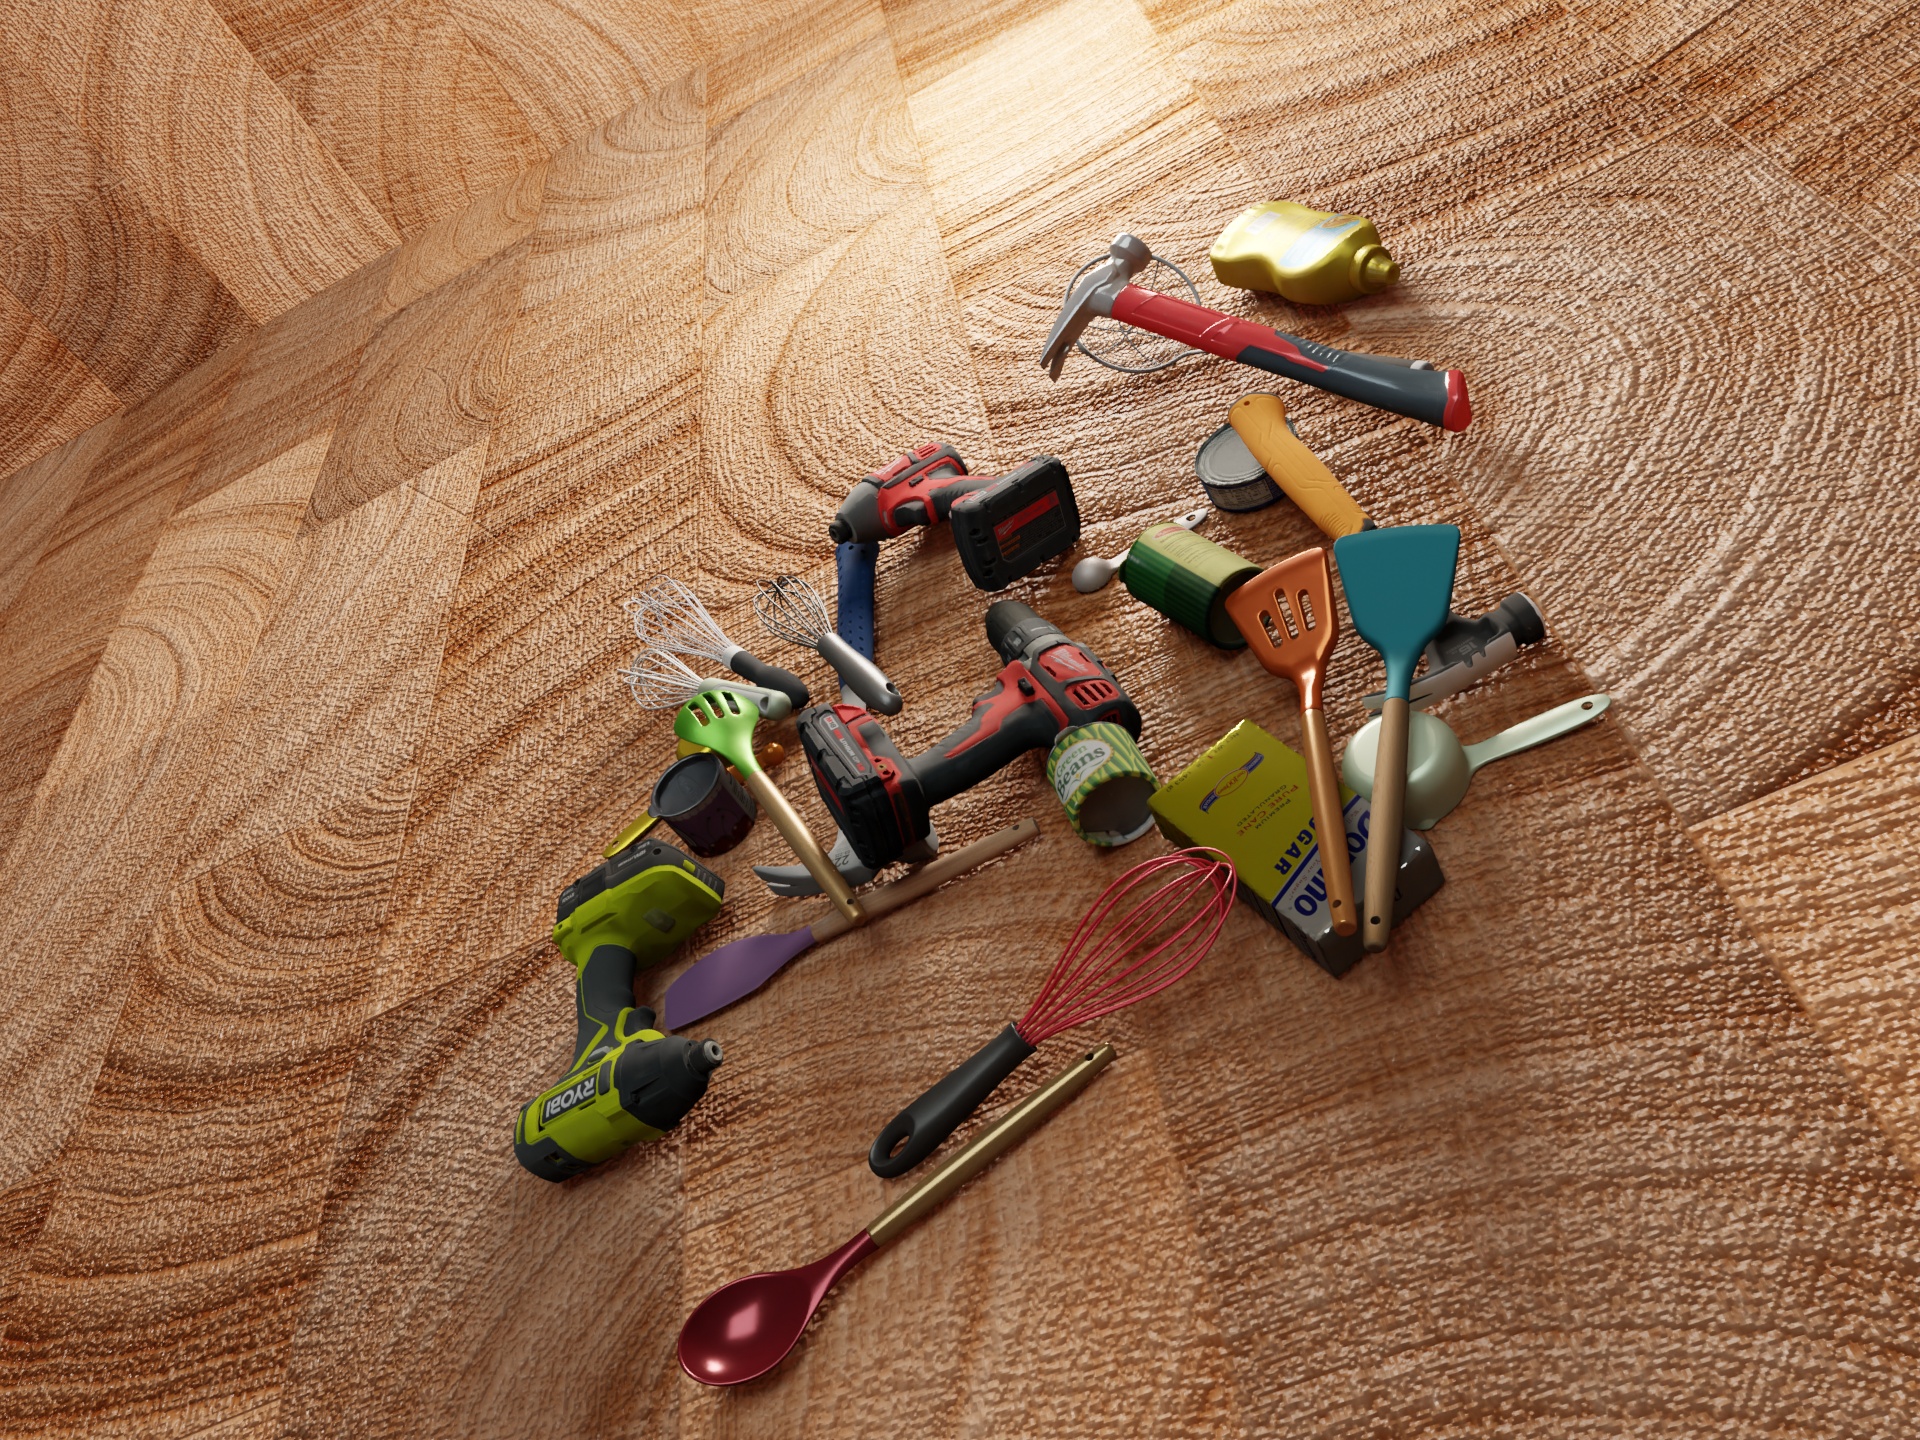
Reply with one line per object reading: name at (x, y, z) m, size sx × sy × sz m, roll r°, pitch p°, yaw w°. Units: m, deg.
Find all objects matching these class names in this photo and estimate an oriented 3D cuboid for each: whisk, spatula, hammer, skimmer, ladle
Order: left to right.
whisk at (-0.227, -0.027, 1.401) m, size 0.246 × 0.059 × 0.058 m, roll 11°, pitch 89°, yaw 47°
whisk at (-0.222, -0.065, 1.455) m, size 0.070 × 0.070 × 0.285 m, roll -46°, pitch 44°, yaw -14°
whisk at (-0.110, -0.064, 1.315) m, size 0.055 × 0.055 × 0.239 m, roll -40°, pitch 42°, yaw -7°
spatula at (-0.084, 0.143, 1.158) m, size 0.316 × 0.018 × 0.060 m, roll -27°, pitch 38°, yaw 12°
hammer at (-0.093, -0.018, 1.320) m, size 0.144 × 0.035 × 0.406 m, roll -22°, pitch 40°, yaw 16°
ladle at (-0.033, 0.293, 0.957) m, size 0.315 × 0.031 × 0.069 m, roll -37°, pitch 40°, yaw -5°
whisk at (0.054, 0.181, 0.975) m, size 0.296 × 0.073 × 0.073 m, roll -42°, pitch 37°, yaw 6°
skimmer at (0.240, -0.338, 1.365) m, size 0.127 × 0.090 × 0.364 m, roll -49°, pitch 40°, yaw -15°
hammer at (0.236, -0.293, 1.302) m, size 0.387 × 0.038 × 0.143 m, roll 31°, pitch 86°, yaw 38°
spatula at (0.217, 0.008, 0.994) m, size 0.081 × 0.041 × 0.323 m, roll -29°, pitch 31°, yaw 25°
hammer at (0.271, -0.136, 1.143) m, size 0.127 × 0.034 × 0.337 m, roll -31°, pitch 45°, yaw 5°
spatula at (0.260, 0.002, 0.968) m, size 0.082 × 0.044 × 0.318 m, roll -4°, pitch 46°, yaw 23°

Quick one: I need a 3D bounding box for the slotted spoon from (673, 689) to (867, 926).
slotted spoon at (-0.144, 0.057, 1.217) m, size 0.070 × 0.031 × 0.314 m, roll -21°, pitch 41°, yaw -20°

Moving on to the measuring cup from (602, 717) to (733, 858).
measuring cup at (-0.253, 0.057, 1.363) m, size 0.156 × 0.029 × 0.062 m, roll -44°, pitch 39°, yaw -14°

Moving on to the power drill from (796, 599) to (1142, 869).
power drill at (-0.002, -0.004, 1.172) m, size 0.226 × 0.080 × 0.188 m, roll -24°, pitch 40°, yaw -12°

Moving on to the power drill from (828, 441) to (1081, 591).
power drill at (-0.012, -0.182, 1.383) m, size 0.143 × 0.078 × 0.220 m, roll -34°, pitch 32°, yaw -25°

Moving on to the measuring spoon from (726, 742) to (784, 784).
measuring spoon at (-0.200, 0.051, 1.336) m, size 0.117 × 0.011 × 0.021 m, roll -28°, pitch 83°, yaw 7°

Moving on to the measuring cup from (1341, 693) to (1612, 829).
measuring cup at (0.316, 0.010, 0.984) m, size 0.167 × 0.038 × 0.083 m, roll -24°, pitch 39°, yaw 17°

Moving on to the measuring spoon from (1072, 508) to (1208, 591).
measuring spoon at (0.144, -0.143, 1.290) m, size 0.124 × 0.018 × 0.034 m, roll -29°, pitch 38°, yaw 6°

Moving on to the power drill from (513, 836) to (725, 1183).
power drill at (-0.235, 0.202, 1.149) m, size 0.171 × 0.080 × 0.223 m, roll -31°, pitch 39°, yaw 23°
